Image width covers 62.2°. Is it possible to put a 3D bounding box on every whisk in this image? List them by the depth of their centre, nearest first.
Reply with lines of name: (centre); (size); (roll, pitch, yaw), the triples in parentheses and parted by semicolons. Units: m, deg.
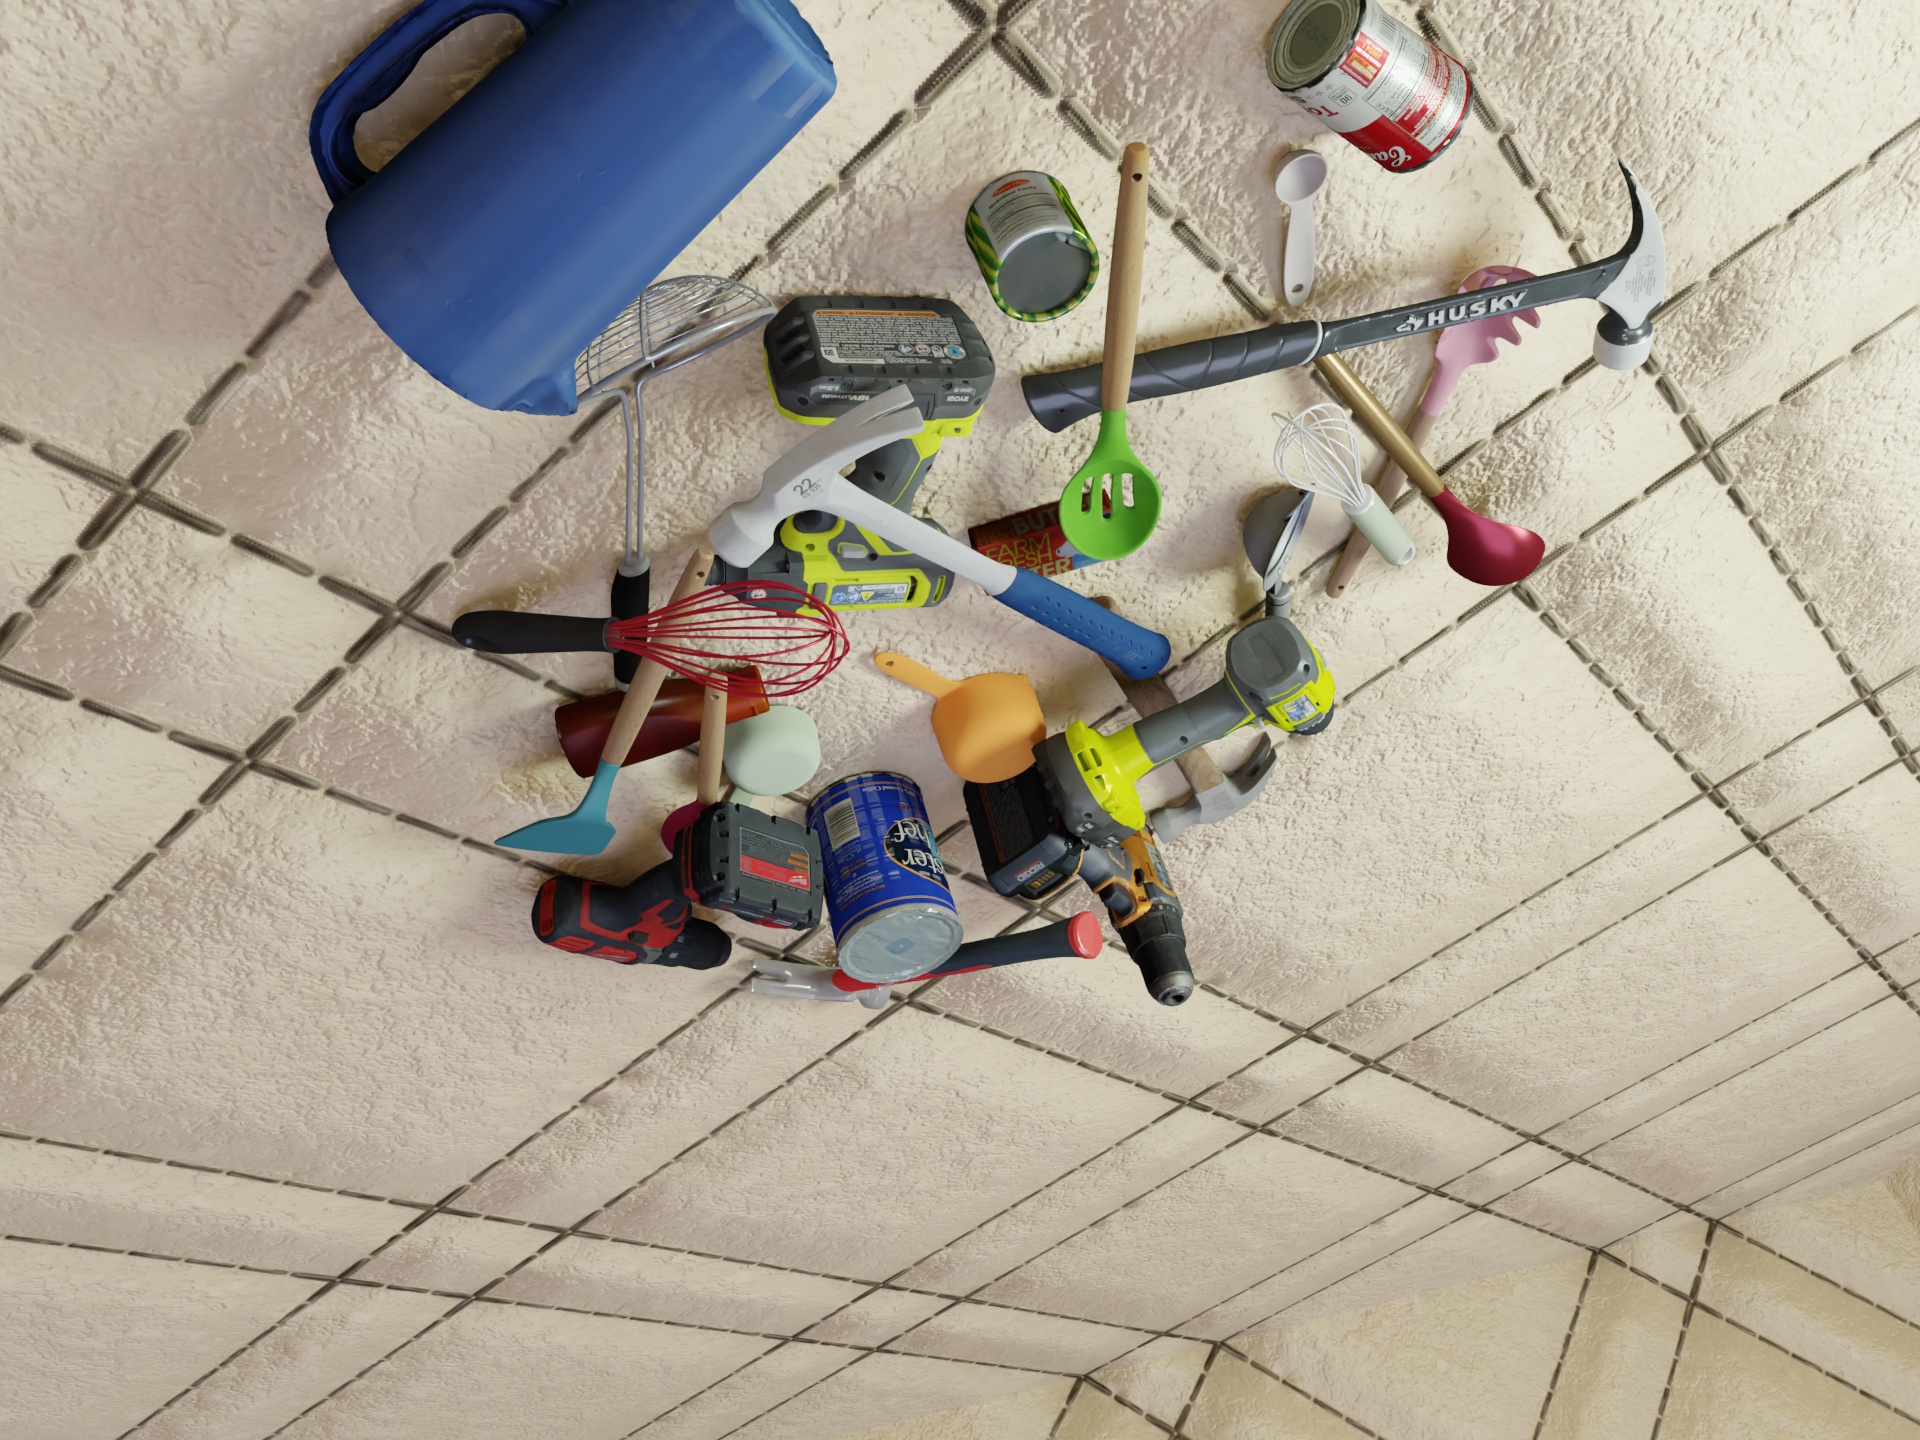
whisk: (-0.203, -0.053, 1.006); (0.296, 0.073, 0.073); (3, 148, 24)
whisk: (0.275, -0.159, 1.114); (0.058, 0.059, 0.246); (-52, 146, 7)

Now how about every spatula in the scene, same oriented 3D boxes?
spatula: (-0.236, 0.000, 1.100); (0.082, 0.044, 0.317); (10, 128, -31)

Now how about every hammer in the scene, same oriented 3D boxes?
hammer: (0.241, -0.247, 1.010); (0.409, 0.036, 0.149); (-11, 143, 5)
hammer: (0.026, -0.098, 1.049); (0.144, 0.035, 0.405); (-37, 147, 24)
hammer: (0.173, -0.003, 1.324); (0.130, 0.031, 0.331); (-27, 141, 11)
hammer: (-0.028, 0.205, 1.356); (0.143, 0.038, 0.386); (14, 158, -34)

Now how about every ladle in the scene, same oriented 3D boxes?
ladle: (0.326, -0.181, 1.131); (0.069, 0.031, 0.315); (-23, 134, 36)

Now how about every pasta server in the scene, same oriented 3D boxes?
pasta server: (0.328, -0.198, 1.147); (0.060, 0.040, 0.316); (6, 138, -10)

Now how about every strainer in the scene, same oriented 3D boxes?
strainer: (0.242, -0.103, 1.225); (0.087, 0.050, 0.258); (-56, 156, -23)

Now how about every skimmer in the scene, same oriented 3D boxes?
skimmer: (-0.185, -0.123, 0.988); (0.127, 0.090, 0.363); (-33, 154, -33)

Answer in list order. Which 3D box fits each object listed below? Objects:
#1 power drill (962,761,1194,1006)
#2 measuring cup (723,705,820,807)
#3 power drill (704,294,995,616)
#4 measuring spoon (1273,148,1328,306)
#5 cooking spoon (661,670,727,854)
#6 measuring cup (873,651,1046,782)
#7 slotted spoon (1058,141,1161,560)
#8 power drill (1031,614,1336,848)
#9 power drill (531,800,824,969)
power drill: (0.112, 0.136, 1.348); (0.084, 0.186, 0.226); (-36, 135, 22)
measuring cup: (-0.163, 0.057, 1.255); (0.083, 0.038, 0.167); (5, 135, -27)
power drill: (-0.074, -0.155, 1.009); (0.171, 0.080, 0.223); (-4, 143, -19)
measuring spoon: (0.208, -0.307, 0.991); (0.034, 0.018, 0.124); (-20, 149, -1)
cooking spoon: (-0.190, 0.047, 1.194); (0.068, 0.017, 0.318); (8, 150, -7)
measuring cup: (-0.002, -0.004, 1.234); (0.095, 0.052, 0.173); (-38, 140, 23)
slotted spoon: (0.098, -0.214, 0.976); (0.070, 0.031, 0.313); (-5, 144, -3)
power drill: (0.187, 0.012, 1.250); (0.228, 0.080, 0.190); (-29, 158, 13)
power drill: (-0.210, 0.150, 1.290); (0.226, 0.080, 0.187); (-23, 148, 35)
